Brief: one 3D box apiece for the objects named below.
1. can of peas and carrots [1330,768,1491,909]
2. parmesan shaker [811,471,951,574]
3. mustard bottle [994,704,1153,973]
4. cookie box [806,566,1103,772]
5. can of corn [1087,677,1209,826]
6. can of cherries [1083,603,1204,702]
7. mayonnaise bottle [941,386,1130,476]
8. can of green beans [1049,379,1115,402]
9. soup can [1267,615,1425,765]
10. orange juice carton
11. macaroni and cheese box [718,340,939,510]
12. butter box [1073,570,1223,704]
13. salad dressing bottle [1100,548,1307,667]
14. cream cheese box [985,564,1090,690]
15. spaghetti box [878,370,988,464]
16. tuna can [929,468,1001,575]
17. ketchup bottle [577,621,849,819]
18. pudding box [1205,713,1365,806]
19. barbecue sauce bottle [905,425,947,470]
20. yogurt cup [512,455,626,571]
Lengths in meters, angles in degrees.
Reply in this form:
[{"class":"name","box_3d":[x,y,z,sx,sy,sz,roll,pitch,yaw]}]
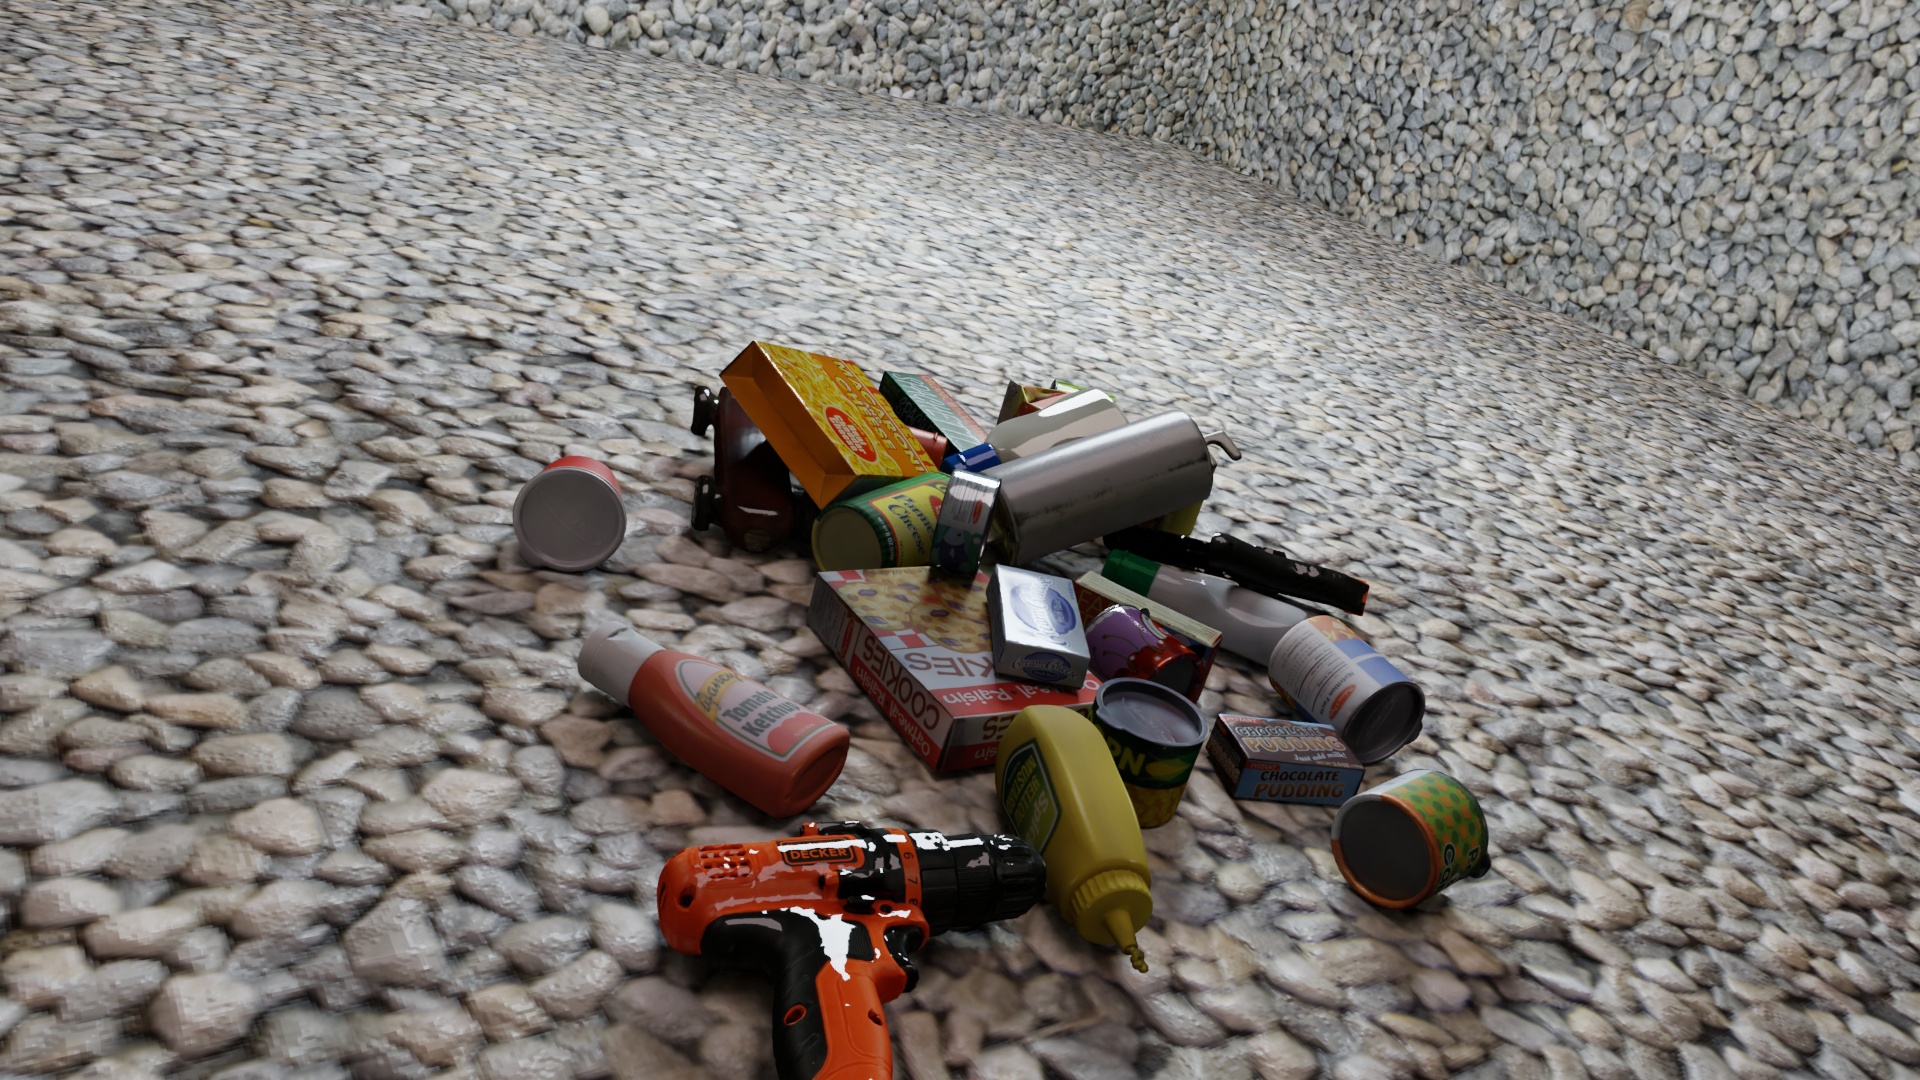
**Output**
[{"class":"can of peas and carrots","box_3d":[0.252,0.168,0.776,0.059,0.070,0.071,-9,34,-42]},{"class":"parmesan shaker","box_3d":[-0.044,-0.003,0.957,0.071,0.071,0.103,29,29,27]},{"class":"mustard bottle","box_3d":[0.061,0.151,0.699,0.049,0.065,0.161,10,28,-23]},{"class":"cookie box","box_3d":[-0.002,0.074,0.851,0.123,0.040,0.168,-2,29,-35]},{"class":"can of corn","box_3d":[0.099,0.121,0.790,0.071,0.058,0.071,14,25,-6]},{"class":"can of cherries","box_3d":[0.111,0.080,0.868,0.072,0.071,0.058,-6,33,-40]},{"class":"mayonnaise bottle","box_3d":[0.058,-0.072,1.092,0.148,0.041,0.065,-22,49,-18]},{"class":"can of green beans","box_3d":[0.105,-0.108,1.268,0.058,0.071,0.071,15,24,-4]},{"class":"soup can","box_3d":[0.257,0.099,0.925,0.071,0.071,0.084,2,28,-29]},{"class":"orange juice carton","box_3d":[0.110,-0.068,1.180,0.193,0.071,0.073,29,26,25]},{"class":"macaroni and cheese box","box_3d":[-0.088,-0.081,1.016,0.124,0.040,0.167,52,17,11]},{"class":"butter box","box_3d":[0.118,0.066,0.925,0.103,0.053,0.024,26,29,21]},{"class":"salad dressing bottle","box_3d":[0.174,0.048,1.011,0.148,0.043,0.064,21,23,15]},{"class":"cream cheese box","box_3d":[0.046,0.051,0.847,0.053,0.024,0.104,12,24,-8]},{"class":"spaghetti box","box_3d":[-0.004,-0.085,1.197,0.050,0.028,0.251,2,28,-29]},{"class":"tuna can","box_3d":[0.003,-0.011,0.914,0.033,0.070,0.071,15,24,3]},{"class":"ketchup bottle","box_3d":[-0.134,0.090,0.730,0.149,0.043,0.065,25,26,21]},{"class":"pudding box","box_3d":[0.199,0.135,0.855,0.084,0.030,0.050,8,25,-17]},{"class":"barbecue sauce bottle","box_3d":[-0.086,-0.087,1.133,0.148,0.043,0.065,15,31,-3]},{"class":"yogurt cup","box_3d":[-0.244,-0.021,0.875,0.072,0.072,0.054,10,17,-13]}]
